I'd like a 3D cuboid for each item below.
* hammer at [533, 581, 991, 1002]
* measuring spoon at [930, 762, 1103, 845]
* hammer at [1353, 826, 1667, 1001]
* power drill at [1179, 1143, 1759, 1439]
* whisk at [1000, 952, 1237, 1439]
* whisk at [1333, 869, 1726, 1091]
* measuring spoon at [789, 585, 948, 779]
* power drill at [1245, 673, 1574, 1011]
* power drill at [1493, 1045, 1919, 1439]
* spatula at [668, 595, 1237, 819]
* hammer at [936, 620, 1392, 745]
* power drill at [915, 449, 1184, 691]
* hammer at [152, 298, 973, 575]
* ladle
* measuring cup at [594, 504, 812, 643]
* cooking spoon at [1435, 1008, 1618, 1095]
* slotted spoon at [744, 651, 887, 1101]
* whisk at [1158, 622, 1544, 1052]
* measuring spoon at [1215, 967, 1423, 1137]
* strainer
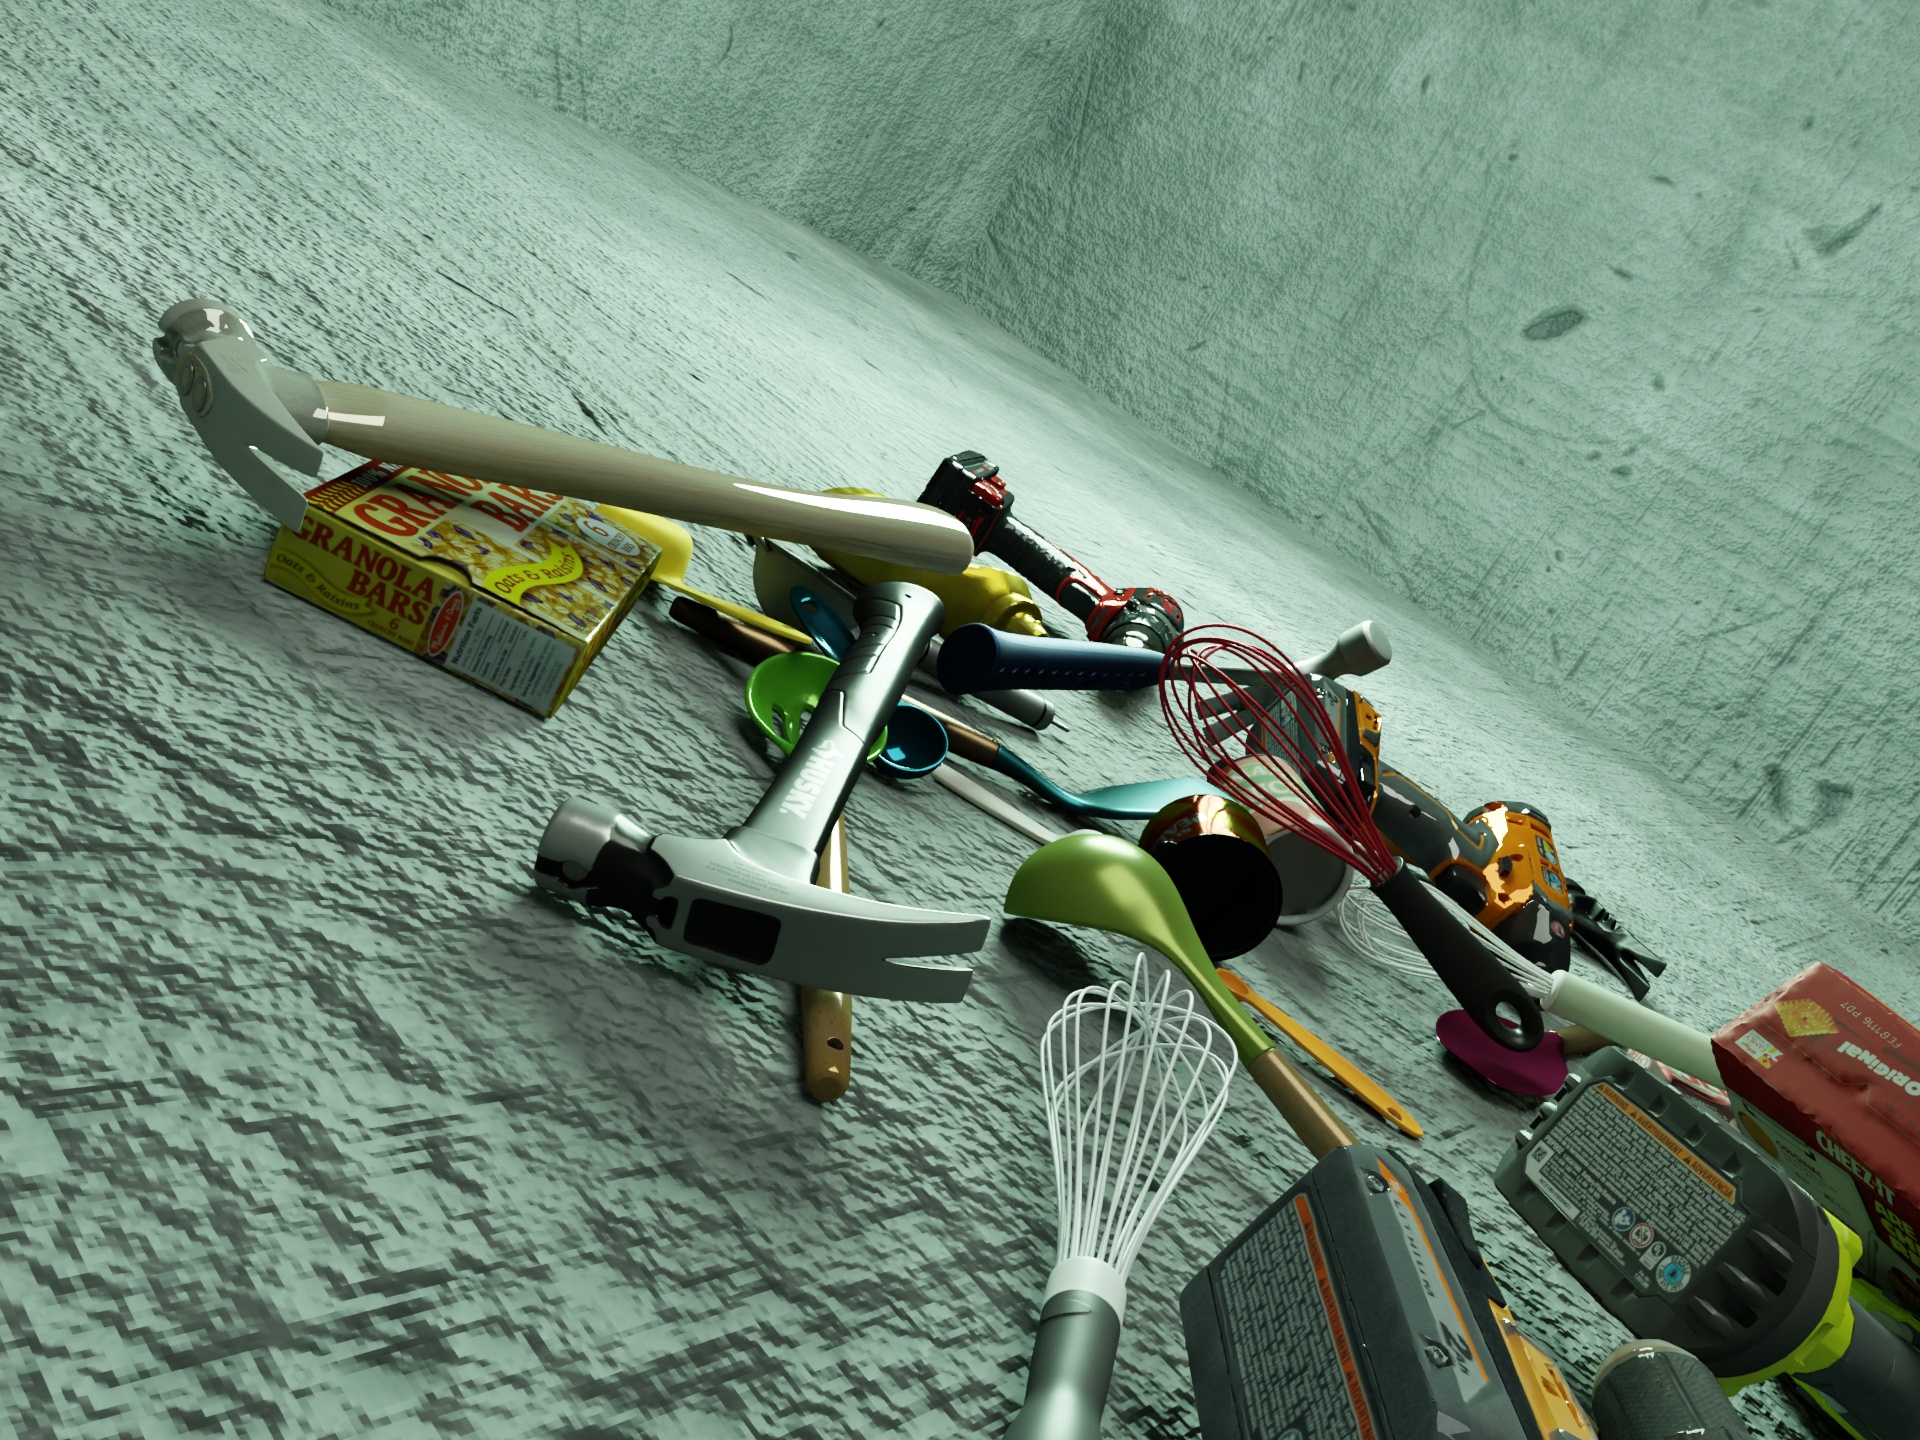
[{"bbox_3d":[-0.044,0.007,0.658,0.146,0.035,0.335,19,23,1],"label":"hammer"},{"bbox_3d":[0.029,0.042,0.803,0.124,0.018,0.034,31,17,3],"label":"measuring spoon"},{"bbox_3d":[0.352,0.106,1.135,0.336,0.034,0.127,23,18,-22],"label":"hammer"},{"bbox_3d":[0.169,0.210,0.439,0.226,0.084,0.185,36,19,-14],"label":"power drill"},{"bbox_3d":[0.039,0.151,0.468,0.070,0.070,0.285,31,22,1],"label":"whisk"},{"bbox_3d":[0.327,0.150,0.901,0.246,0.059,0.058,24,58,8],"label":"whisk"},{"bbox_3d":[-0.052,-0.017,0.795,0.042,0.021,0.129,-19,59,-33],"label":"measuring spoon"},{"bbox_3d":[0.291,0.083,1.004,0.226,0.084,0.164,30,36,-13],"label":"power drill"},{"bbox_3d":[0.326,0.229,0.637,0.223,0.080,0.171,37,5,-23],"label":"power drill"},{"bbox_3d":[-0.001,-0.003,0.837,0.317,0.044,0.082,25,7,-14],"label":"spatula"},{"bbox_3d":[0.121,-0.027,0.976,0.405,0.144,0.035,1,65,-52],"label":"hammer"},{"bbox_3d":[0.066,-0.103,1.180,0.226,0.080,0.188,34,18,2],"label":"power drill"},{"bbox_3d":[-0.140,-0.105,0.739,0.410,0.038,0.146,6,28,-45],"label":"hammer"},{"bbox_3d":[0.127,0.161,0.619,0.078,0.062,0.320,12,31,-52],"label":"ladle"},{"bbox_3d":[-0.129,-0.076,0.800,0.157,0.029,0.062,25,9,32],"label":"measuring cup"},{"bbox_3d":[0.356,0.189,0.935,0.069,0.017,0.318,38,19,35],"label":"cooking spoon"},{"bbox_3d":[-0.057,0.048,0.635,0.070,0.031,0.314,18,22,-14],"label":"slotted spoon"},{"bbox_3d":[0.206,0.065,0.822,0.295,0.073,0.073,47,15,-10],"label":"whisk"},{"bbox_3d":[0.162,0.155,0.731,0.117,0.011,0.021,38,19,12],"label":"measuring spoon"},{"bbox_3d":[-0.033,-0.043,0.905,0.258,0.050,0.087,27,0,-30],"label":"strainer"}]
